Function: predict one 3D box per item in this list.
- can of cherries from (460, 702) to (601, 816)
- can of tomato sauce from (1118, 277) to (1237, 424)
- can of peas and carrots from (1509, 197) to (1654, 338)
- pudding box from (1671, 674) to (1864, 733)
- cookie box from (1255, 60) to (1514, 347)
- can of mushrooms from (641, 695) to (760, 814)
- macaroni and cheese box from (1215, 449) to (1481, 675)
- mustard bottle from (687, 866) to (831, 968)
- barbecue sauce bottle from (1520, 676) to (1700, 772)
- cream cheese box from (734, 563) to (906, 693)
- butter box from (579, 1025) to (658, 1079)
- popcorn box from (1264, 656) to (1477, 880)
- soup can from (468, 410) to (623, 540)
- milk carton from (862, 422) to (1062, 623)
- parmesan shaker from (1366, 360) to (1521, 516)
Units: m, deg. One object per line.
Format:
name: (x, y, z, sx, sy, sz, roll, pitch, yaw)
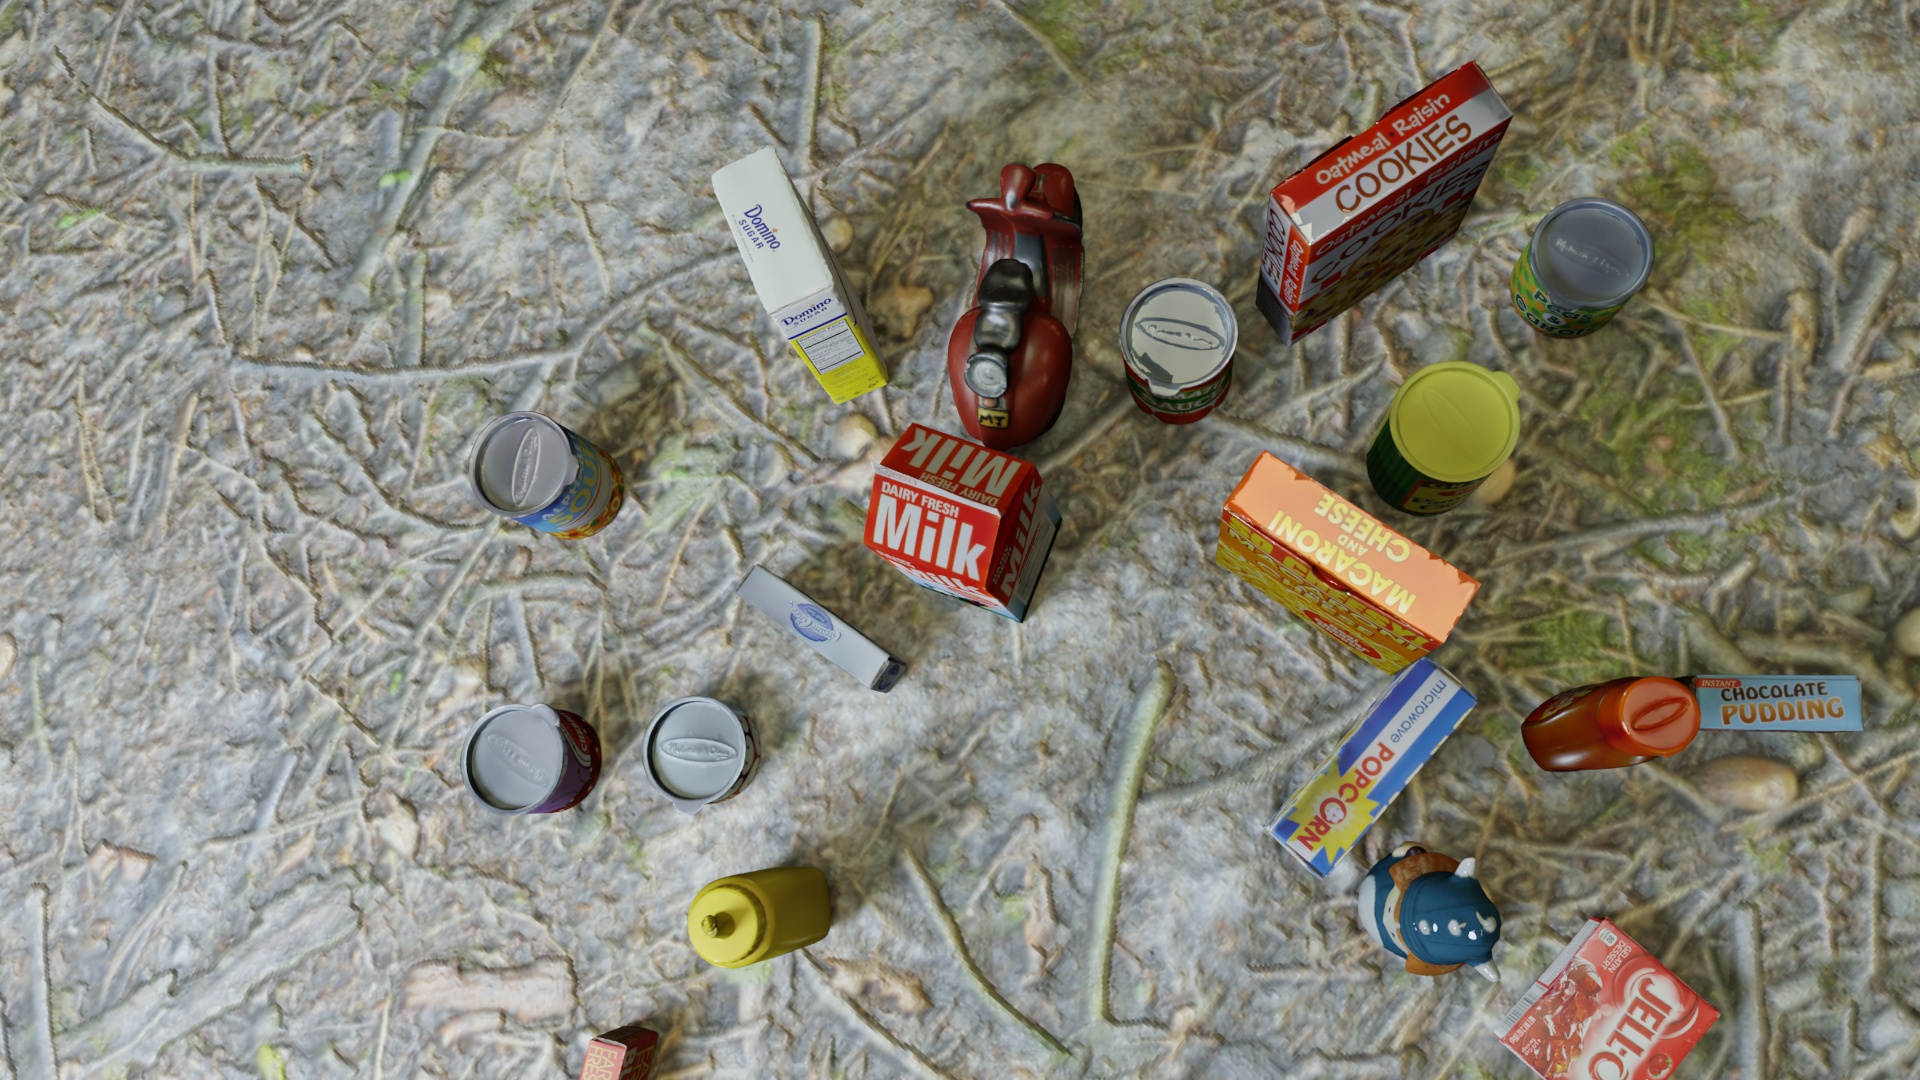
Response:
can of cherries: (-0.260, 0.133, 0.853, 0.071, 0.058, 0.071, -2, 79, 9)
can of tomato sauce: (0.129, -0.108, 0.823, 0.071, 0.083, 0.071, -2, 79, 9)
can of peas and carrots: (0.358, -0.155, 0.807, 0.071, 0.058, 0.071, -2, 79, 9)
pudding box: (0.434, 0.089, 0.753, 0.084, 0.049, 0.030, 0, 80, 9)
cookie box: (0.229, -0.182, 0.777, 0.123, 0.167, 0.040, -33, 76, 2)
can of mushrooms: (-0.158, 0.131, 0.850, 0.071, 0.033, 0.071, -2, 79, 9)
macaroni and cheese box: (0.199, 0.018, 0.745, 0.124, 0.166, 0.040, 34, 87, 14)
mustard bottle: (-0.116, 0.207, 0.763, 0.065, 0.160, 0.049, -10, 78, 8)
barbecue sauce bottle: (0.338, 0.094, 0.716, 0.065, 0.148, 0.044, -25, 77, 4)
cream cheese box: (-0.083, 0.054, 0.842, 0.104, 0.053, 0.024, 34, 87, 14)
butter box: (-0.208, 0.339, 0.808, 0.024, 0.053, 0.103, 11, 81, 11)
popcorn box: (0.223, 0.125, 0.762, 0.038, 0.085, 0.127, 41, 88, 14)
soup can: (-0.255, -0.038, 0.872, 0.071, 0.083, 0.071, -2, 79, 9)
milk carton: (0.003, -0.010, 0.770, 0.072, 0.190, 0.073, 20, 84, 12)
parmesan shaker: (0.271, -0.056, 0.780, 0.071, 0.103, 0.071, -2, 80, 9)
